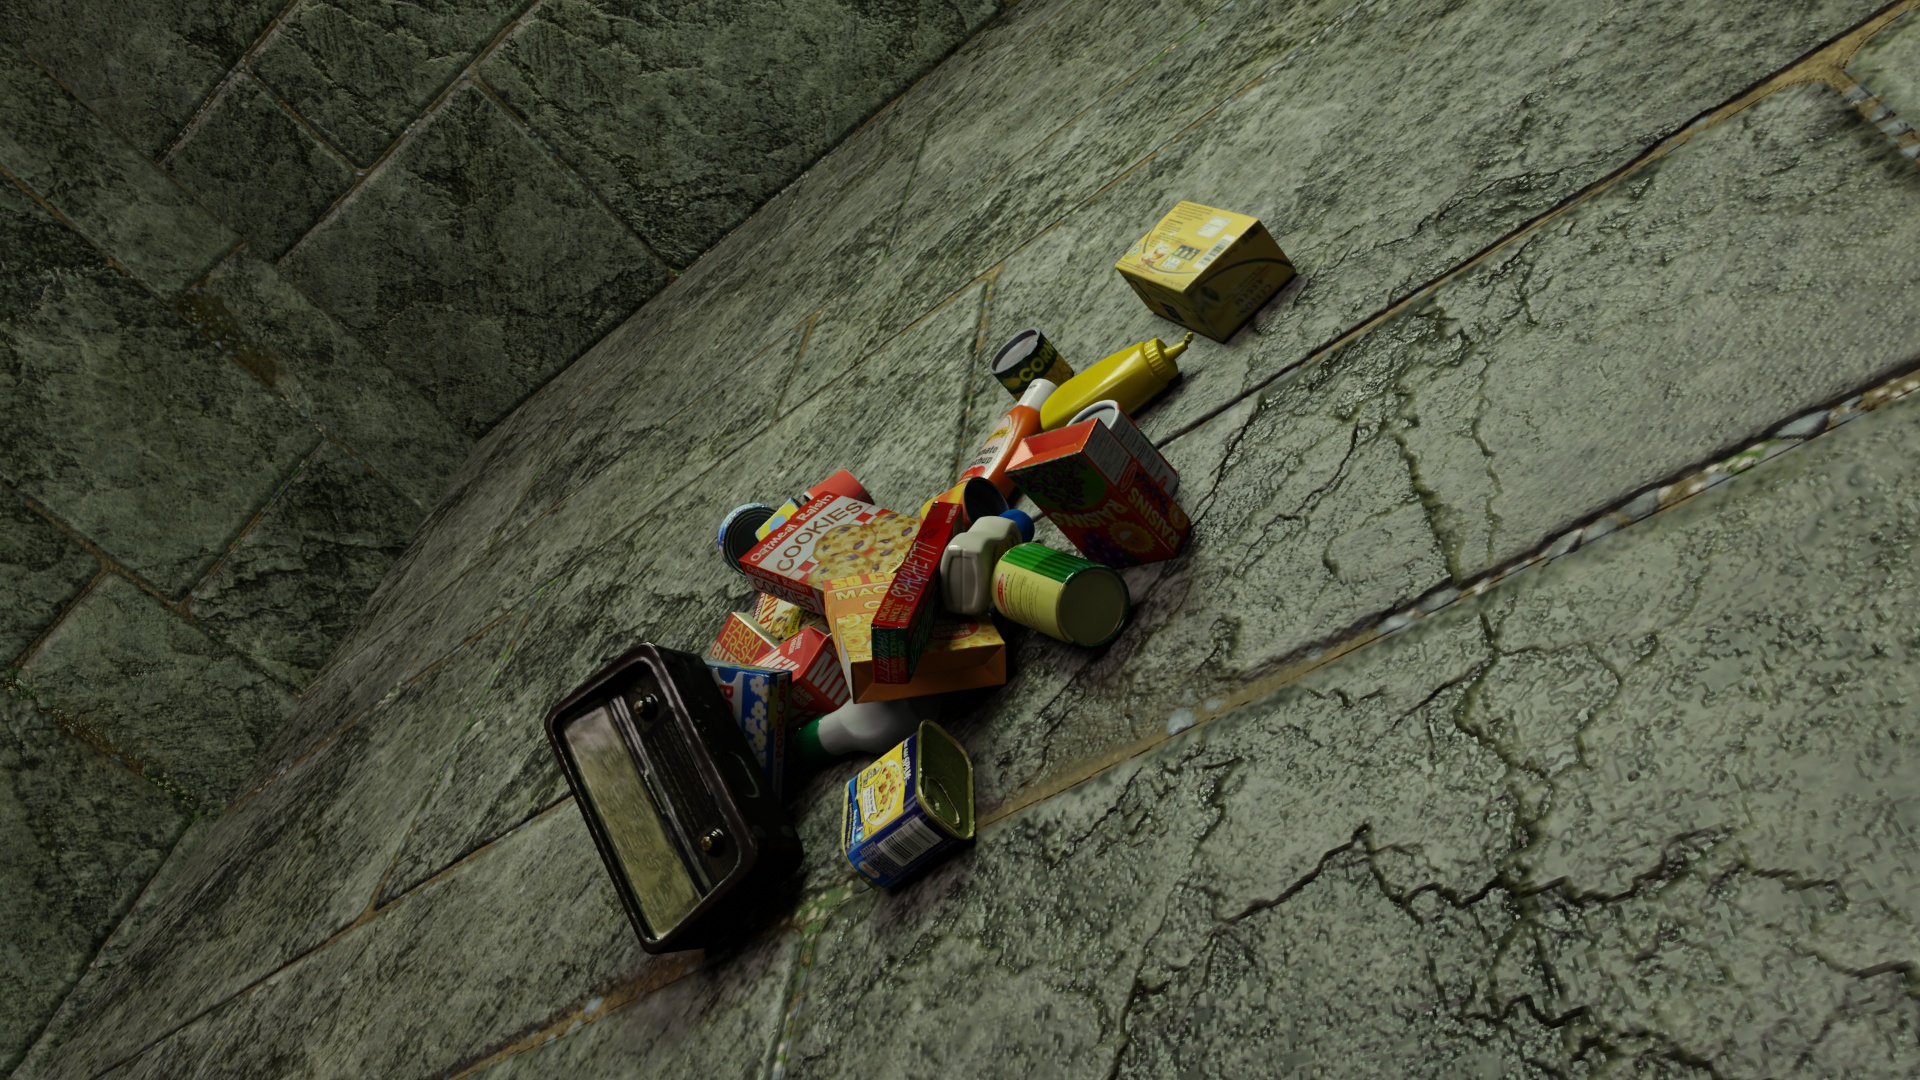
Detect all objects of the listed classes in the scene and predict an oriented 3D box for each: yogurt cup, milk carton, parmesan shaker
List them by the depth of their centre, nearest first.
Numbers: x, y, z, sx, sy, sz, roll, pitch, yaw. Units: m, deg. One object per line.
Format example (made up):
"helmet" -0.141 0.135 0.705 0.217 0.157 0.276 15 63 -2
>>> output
"parmesan shaker" 0.077 0.044 1.065 0.071 0.071 0.103 -50 26 -11
"milk carton" -0.155 0.146 1.251 0.190 0.072 0.074 -34 27 23
"yogurt cup" -0.131 -0.042 1.519 0.054 0.072 0.072 -40 23 -10

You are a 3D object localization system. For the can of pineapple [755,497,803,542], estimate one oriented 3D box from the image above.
"can of pineapple" -0.183 -0.004 1.538 0.058 0.071 0.071 -44 24 2

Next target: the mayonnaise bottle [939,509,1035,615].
"mayonnaise bottle" 0.025 0.011 1.162 0.041 0.064 0.149 6 19 18

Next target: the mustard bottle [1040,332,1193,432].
"mustard bottle" 0.147 -0.142 1.264 0.160 0.048 0.066 -31 28 26

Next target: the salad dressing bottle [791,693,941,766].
"salad dressing bottle" -0.082 0.153 1.161 0.147 0.044 0.064 -25 37 38

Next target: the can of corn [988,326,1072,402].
"can of corn" 0.074 -0.174 1.416 0.071 0.058 0.071 -35 26 20

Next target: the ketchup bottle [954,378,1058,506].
"ketchup bottle" 0.050 -0.092 1.341 0.064 0.043 0.149 -14 37 56

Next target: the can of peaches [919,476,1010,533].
"can of peaches" 0.005 -0.016 1.265 0.058 0.071 0.071 -26 31 36

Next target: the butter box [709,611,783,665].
"butter box" -0.195 0.116 1.343 0.104 0.024 0.053 34 101 34

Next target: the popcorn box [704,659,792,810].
"popcorn box" -0.191 0.169 1.192 0.085 0.038 0.126 5 93 27

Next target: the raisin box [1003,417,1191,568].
"raisin box" 0.106 -0.033 1.067 0.086 0.123 0.040 -14 39 48

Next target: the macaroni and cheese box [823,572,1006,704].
"macaroni and cheese box" -0.041 0.073 1.149 0.124 0.040 0.167 -6 23 -11

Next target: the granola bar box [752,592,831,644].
"granola bar box" -0.160 0.065 1.423 0.124 0.039 0.166 -31 28 26

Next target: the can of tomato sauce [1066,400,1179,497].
"can of tomato sauce" 0.126 -0.063 1.132 0.071 0.083 0.071 -35 26 20

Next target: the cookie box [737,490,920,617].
"cookie box" -0.110 0.016 1.320 0.167 0.040 0.123 17 46 39

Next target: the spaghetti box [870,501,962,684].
"spaghetti box" -0.031 0.036 1.116 0.029 0.050 0.251 3 23 9
